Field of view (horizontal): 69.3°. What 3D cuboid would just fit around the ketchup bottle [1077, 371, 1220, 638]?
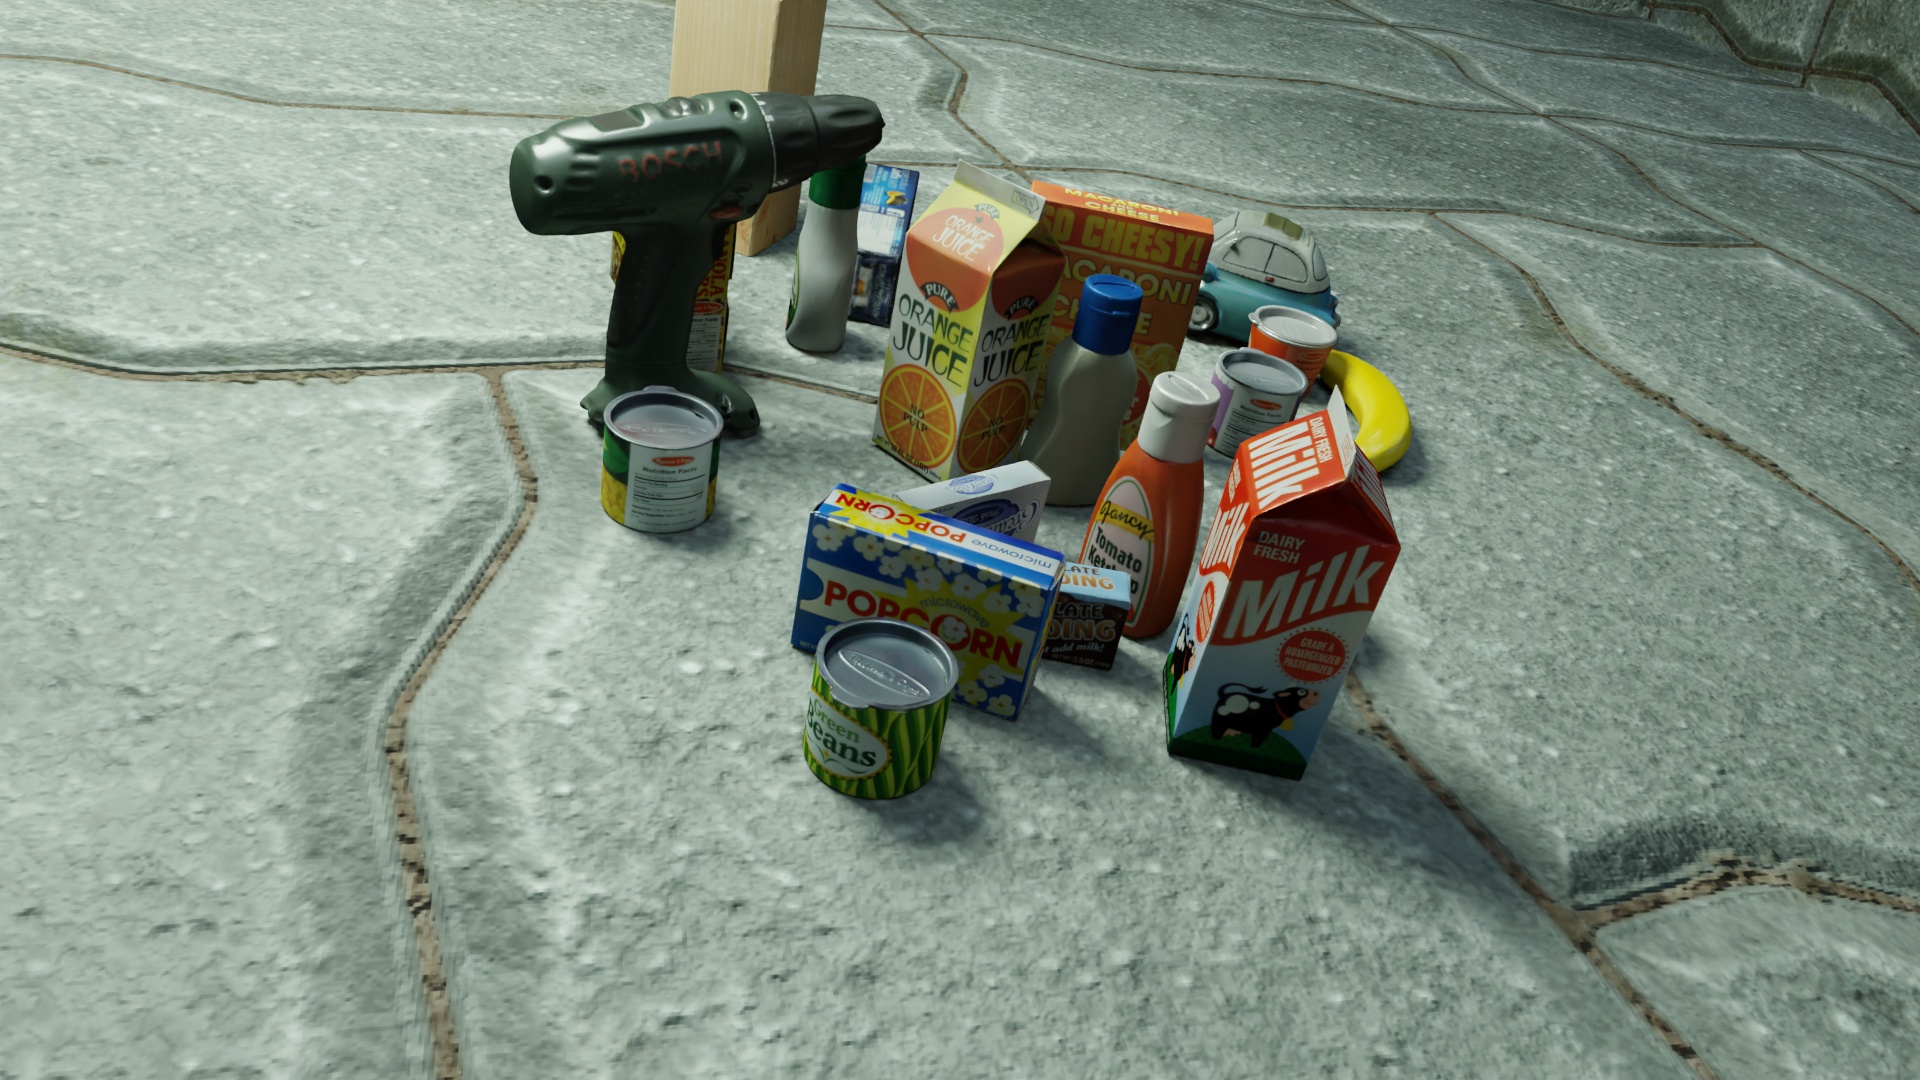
[{"bbox_3d":[0.107,-0.021,0.770,0.044,0.148,0.065,-16,42,-37],"label":"ketchup bottle"}]

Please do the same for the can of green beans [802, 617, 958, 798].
[{"bbox_3d":[-0.039,0.079,0.653,0.071,0.057,0.071,9,33,-6],"label":"can of green beans"}]

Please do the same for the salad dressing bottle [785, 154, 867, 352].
[{"bbox_3d":[-0.095,-0.208,0.988,0.044,0.146,0.064,10,33,-4],"label":"salad dressing bottle"}]

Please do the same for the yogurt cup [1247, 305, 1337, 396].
[{"bbox_3d":[0.258,-0.148,1.103,0.072,0.053,0.073,9,33,-6],"label":"yogurt cup"}]

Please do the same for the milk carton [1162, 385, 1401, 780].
[{"bbox_3d":[0.160,0.021,0.687,0.073,0.189,0.073,12,32,-2],"label":"milk carton"}]

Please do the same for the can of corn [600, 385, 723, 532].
[{"bbox_3d":[-0.172,-0.047,0.799,0.071,0.058,0.071,9,33,-6],"label":"can of corn"}]

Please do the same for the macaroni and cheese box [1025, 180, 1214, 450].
[{"bbox_3d":[0.090,-0.150,0.944,0.124,0.165,0.040,12,32,-2],"label":"macaroni and cheese box"}]

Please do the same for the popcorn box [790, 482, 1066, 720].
[{"bbox_3d":[-0.017,0.031,0.708,0.127,0.084,0.038,18,33,8],"label":"popcorn box"}]

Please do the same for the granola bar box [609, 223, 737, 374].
[{"bbox_3d":[-0.203,-0.207,0.971,0.039,0.123,0.166,-6,37,-27],"label":"granola bar box"}]

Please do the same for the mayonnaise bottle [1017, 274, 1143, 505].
[{"bbox_3d":[0.079,-0.092,0.870,0.065,0.147,0.041,1,34,-18],"label":"mayonnaise bottle"}]

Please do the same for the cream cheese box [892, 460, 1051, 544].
[{"bbox_3d":[0.003,-0.010,0.807,0.104,0.053,0.024,-16,42,-37],"label":"cream cheese box"}]

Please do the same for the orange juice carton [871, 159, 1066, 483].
[{"bbox_3d":[0.007,-0.136,0.871,0.072,0.191,0.073,34,38,30],"label":"orange juice carton"}]

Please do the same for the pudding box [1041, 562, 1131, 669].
[{"bbox_3d":[0.048,0.037,0.754,0.084,0.049,0.030,11,33,-3],"label":"pudding box"}]

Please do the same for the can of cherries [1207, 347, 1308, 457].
[{"bbox_3d":[0.211,-0.099,1.008,0.071,0.058,0.072,9,33,-6],"label":"can of cherries"}]
